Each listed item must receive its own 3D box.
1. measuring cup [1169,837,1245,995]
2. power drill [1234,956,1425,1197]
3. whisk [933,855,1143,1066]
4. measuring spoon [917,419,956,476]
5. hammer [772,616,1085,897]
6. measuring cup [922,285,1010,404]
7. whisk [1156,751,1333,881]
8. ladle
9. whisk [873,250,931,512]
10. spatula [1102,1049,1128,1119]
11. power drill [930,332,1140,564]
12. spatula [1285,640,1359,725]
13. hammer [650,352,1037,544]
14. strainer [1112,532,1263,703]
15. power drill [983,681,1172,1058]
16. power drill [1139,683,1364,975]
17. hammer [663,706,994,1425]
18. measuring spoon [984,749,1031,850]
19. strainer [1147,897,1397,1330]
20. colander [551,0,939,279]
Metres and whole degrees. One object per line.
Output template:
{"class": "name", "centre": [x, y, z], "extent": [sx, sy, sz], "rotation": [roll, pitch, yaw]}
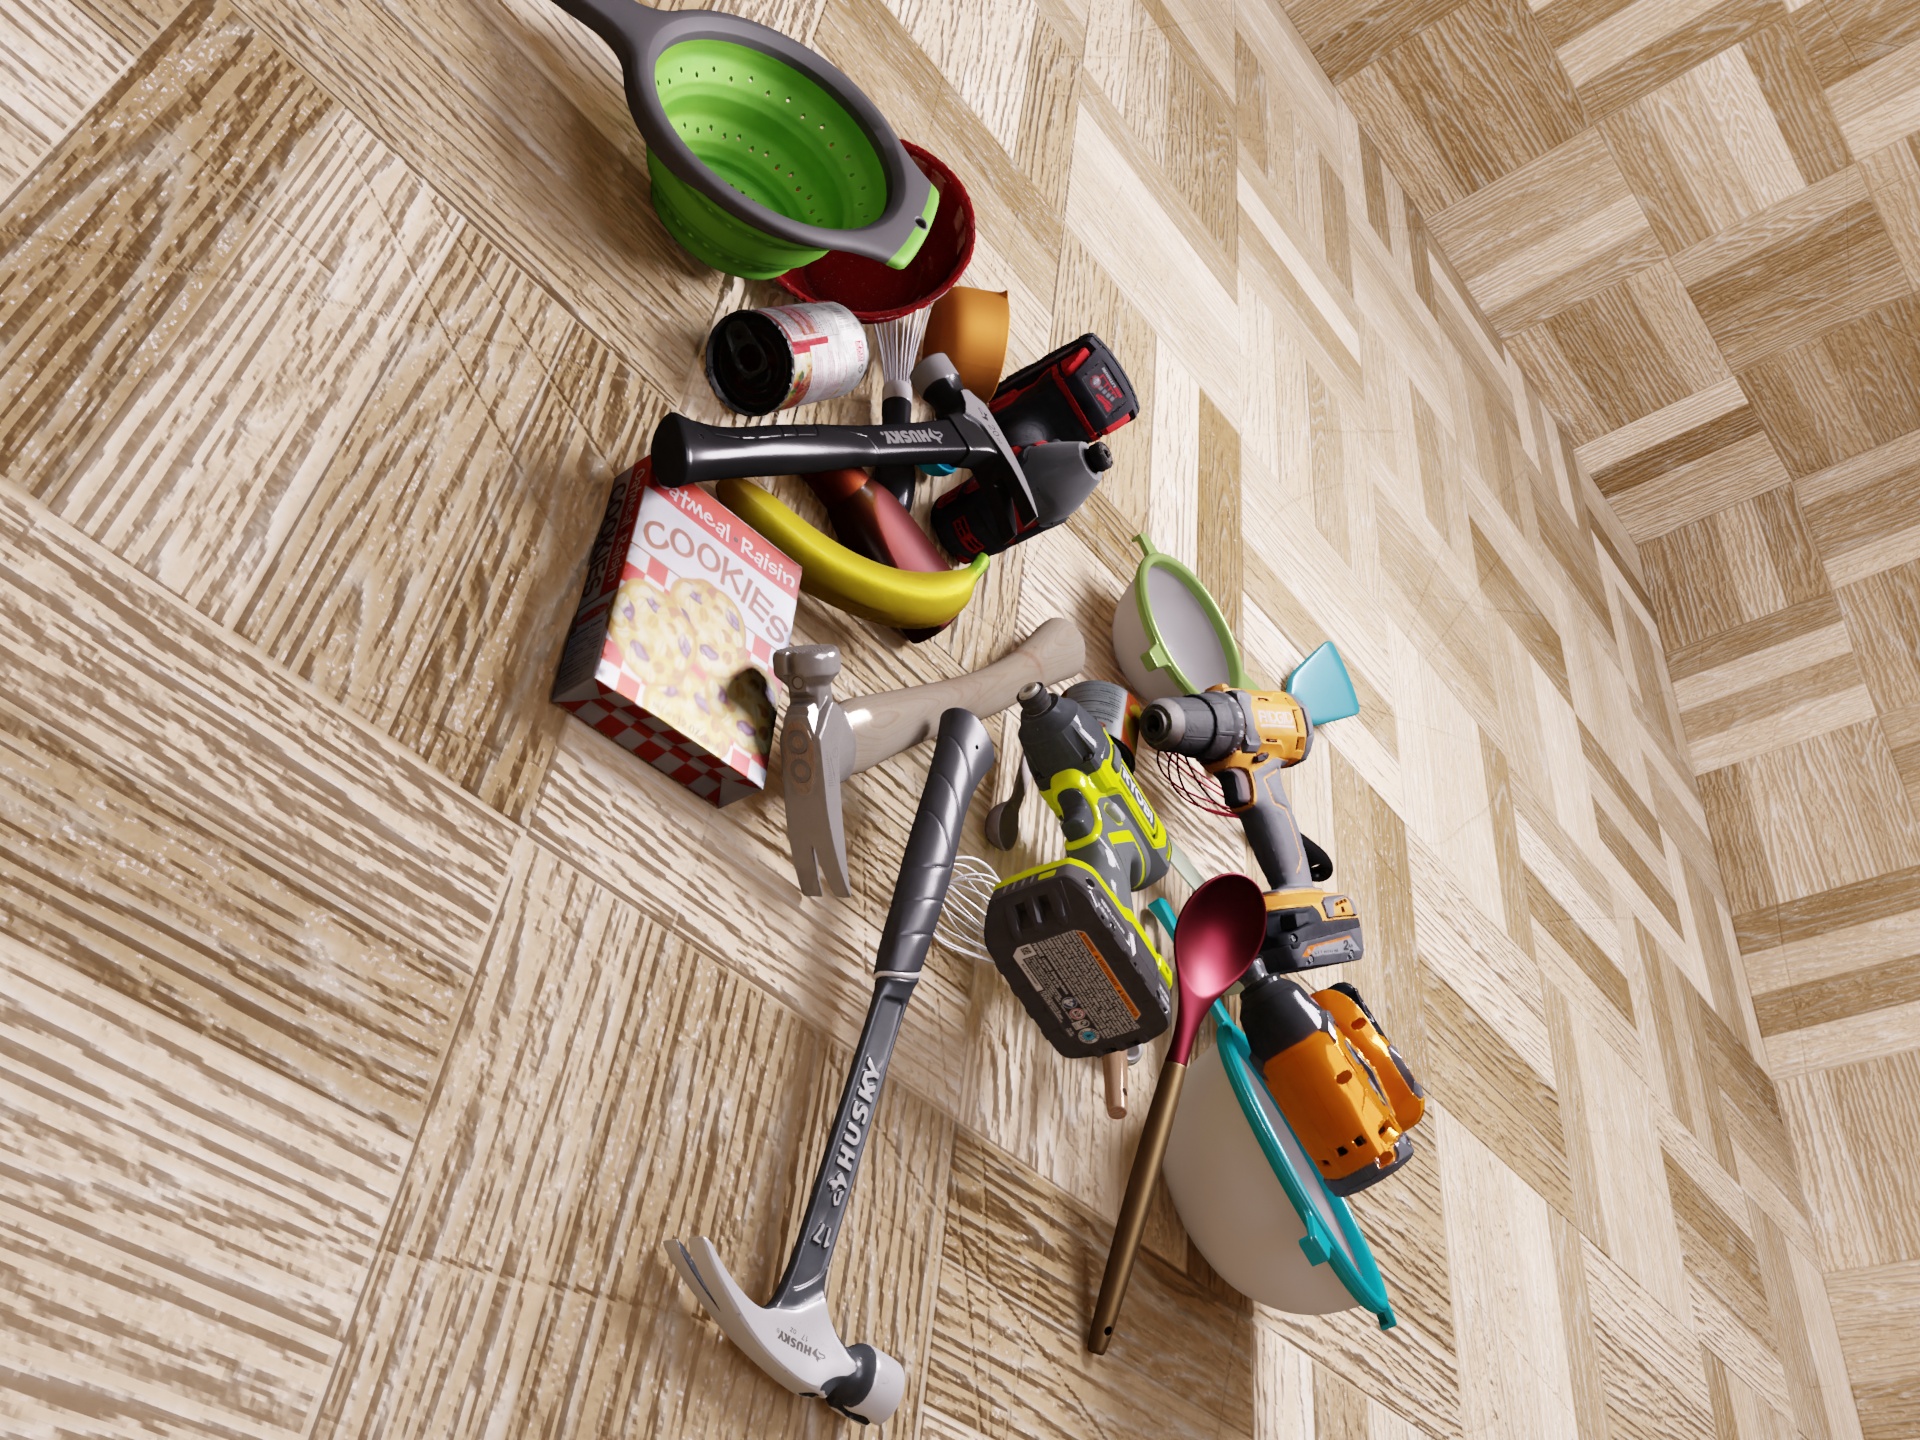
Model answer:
{"class": "measuring cup", "centre": [0.184, 0.148, 1.256], "extent": [0.167, 0.038, 0.083], "rotation": [52, 35, -17]}
{"class": "power drill", "centre": [0.259, 0.242, 1.134], "extent": [0.164, 0.084, 0.226], "rotation": [60, 12, 16]}
{"class": "whisk", "centre": [0.051, 0.165, 1.051], "extent": [0.246, 0.059, 0.058], "rotation": [45, 74, -35]}
{"class": "measuring spoon", "centre": [-0.018, -0.223, 1.239], "extent": [0.042, 0.021, 0.129], "rotation": [43, 28, -19]}
{"class": "hammer", "centre": [-0.002, -0.003, 1.072], "extent": [0.410, 0.038, 0.146], "rotation": [-23, 110, -62]}
{"class": "measuring cup", "centre": [-0.006, -0.318, 1.277], "extent": [0.052, 0.095, 0.174], "rotation": [5, 33, -17]}
{"class": "whisk", "centre": [0.258, 0.078, 1.392], "extent": [0.295, 0.073, 0.073], "rotation": [39, 40, -43]}
{"class": "ladle", "centre": [0.133, 0.246, 1.022], "extent": [0.069, 0.031, 0.315], "rotation": [27, 71, -22]}
{"class": "whisk", "centre": [-0.046, -0.268, 1.190], "extent": [0.070, 0.070, 0.285], "rotation": [27, 54, -44]}
{"class": "spatula", "centre": [0.105, 0.153, 1.108], "extent": [0.059, 0.018, 0.316], "rotation": [45, 25, -24]}
{"class": "power drill", "centre": [0.066, -0.211, 1.232], "extent": [0.078, 0.143, 0.220], "rotation": [54, 32, -21]}
{"class": "spatula", "centre": [0.308, 0.000, 1.527], "extent": [0.317, 0.044, 0.082], "rotation": [-28, 96, -57]}
{"class": "hammer", "centre": [-0.069, -0.170, 1.013], "extent": [0.334, 0.035, 0.146], "rotation": [-17, 72, -55]}
{"class": "strainer", "centre": [0.206, -0.036, 1.381], "extent": [0.256, 0.069, 0.152], "rotation": [38, 38, -36]}
{"class": "power drill", "centre": [0.077, 0.090, 1.027], "extent": [0.171, 0.080, 0.223], "rotation": [57, 23, -27]}
{"class": "power drill", "centre": [0.219, 0.082, 1.220], "extent": [0.185, 0.084, 0.226], "rotation": [4, 71, -46]}
{"class": "hammer", "centre": [-0.044, 0.156, 0.881], "extent": [0.149, 0.036, 0.409], "rotation": [43, 45, -30]}
{"class": "measuring spoon", "centre": [0.038, 0.038, 1.121], "extent": [0.034, 0.018, 0.124], "rotation": [64, 35, -44]}
{"class": "strainer", "centre": [0.176, 0.276, 1.126], "extent": [0.210, 0.095, 0.341], "rotation": [49, 12, -48]}
{"class": "colander", "centre": [-0.206, -0.406, 1.038], "extent": [0.397, 0.094, 0.205], "rotation": [32, 45, -15]}
